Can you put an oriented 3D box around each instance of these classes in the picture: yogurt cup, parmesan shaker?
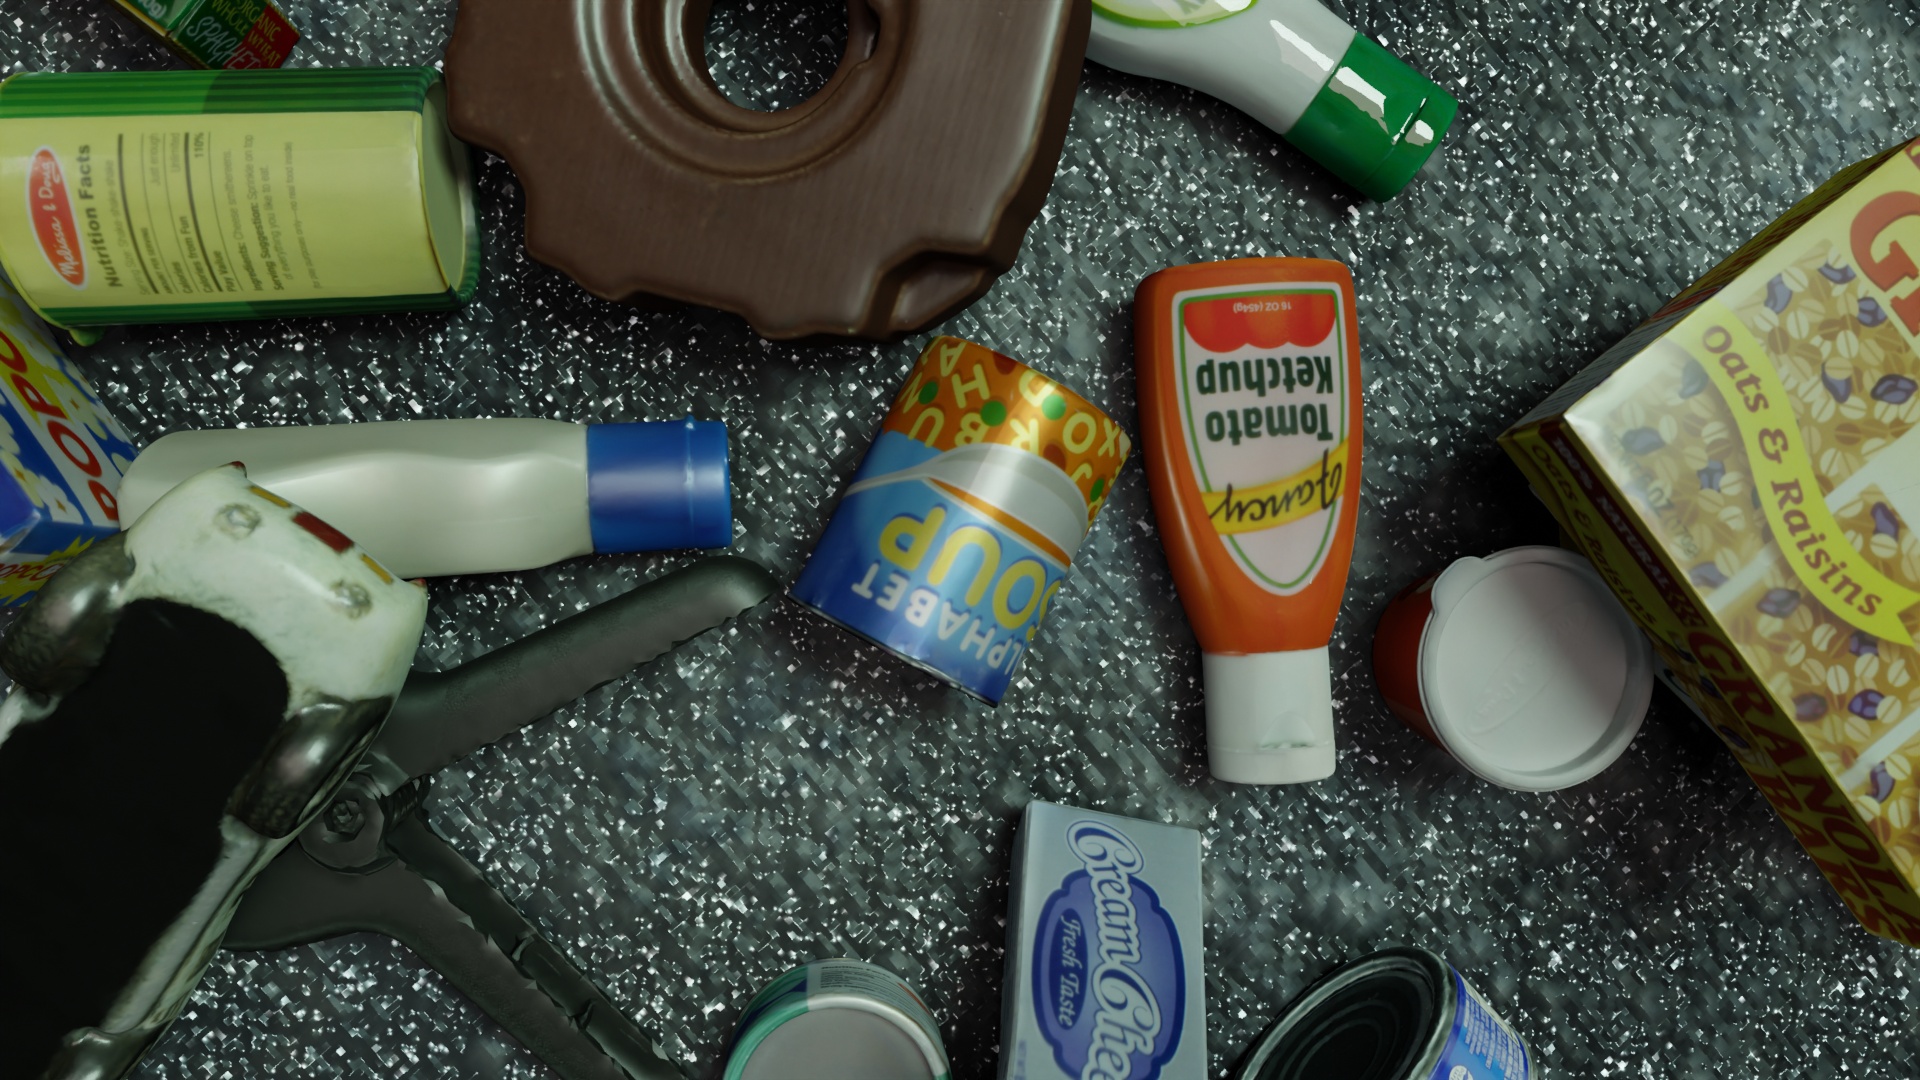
[{"bbox_3d":[0.157,0.036,0.407,0.072,0.054,0.072,0,89,-5],"label":"yogurt cup"},{"bbox_3d":[-0.188,-0.089,0.372,0.103,0.071,0.071,-3,89,-6],"label":"parmesan shaker"}]

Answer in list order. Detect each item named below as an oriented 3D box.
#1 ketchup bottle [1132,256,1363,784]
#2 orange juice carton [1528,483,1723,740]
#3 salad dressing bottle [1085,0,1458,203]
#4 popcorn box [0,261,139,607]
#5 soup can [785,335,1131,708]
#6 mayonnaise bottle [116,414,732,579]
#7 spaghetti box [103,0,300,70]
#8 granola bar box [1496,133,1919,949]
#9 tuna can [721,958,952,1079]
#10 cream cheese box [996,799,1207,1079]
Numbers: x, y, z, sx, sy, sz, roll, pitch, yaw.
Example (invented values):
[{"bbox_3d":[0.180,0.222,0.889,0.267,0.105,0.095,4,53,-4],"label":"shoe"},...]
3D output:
[{"bbox_3d":[0.086,-0.006,0.407,0.065,0.043,0.148,-4,89,-6],"label":"ketchup bottle"},{"bbox_3d":[0.256,0.026,0.407,0.192,0.073,0.072,44,86,-2],"label":"orange juice carton"},{"bbox_3d":[0.076,-0.156,0.409,0.147,0.044,0.064,33,89,-4],"label":"salad dressing bottle"},{"bbox_3d":[-0.263,-0.043,0.352,0.038,0.085,0.126,-36,92,-6],"label":"popcorn box"},{"bbox_3d":[0.001,-0.005,0.384,0.071,0.071,0.084,28,86,-4],"label":"soup can"},{"bbox_3d":[-0.138,-0.012,0.377,0.148,0.065,0.041,-3,107,-10],"label":"mayonnaise bottle"},{"bbox_3d":[-0.295,-0.210,0.372,0.250,0.050,0.029,37,84,-3],"label":"spaghetti box"},{"bbox_3d":[0.237,0.001,0.349,0.124,0.039,0.165,-37,90,-5],"label":"granola bar box"},{"bbox_3d":[-0.037,0.158,0.395,0.071,0.033,0.071,0,88,-6],"label":"tuna can"},{"bbox_3d":[0.038,0.122,0.377,0.053,0.024,0.104,12,45,-4],"label":"cream cheese box"}]
